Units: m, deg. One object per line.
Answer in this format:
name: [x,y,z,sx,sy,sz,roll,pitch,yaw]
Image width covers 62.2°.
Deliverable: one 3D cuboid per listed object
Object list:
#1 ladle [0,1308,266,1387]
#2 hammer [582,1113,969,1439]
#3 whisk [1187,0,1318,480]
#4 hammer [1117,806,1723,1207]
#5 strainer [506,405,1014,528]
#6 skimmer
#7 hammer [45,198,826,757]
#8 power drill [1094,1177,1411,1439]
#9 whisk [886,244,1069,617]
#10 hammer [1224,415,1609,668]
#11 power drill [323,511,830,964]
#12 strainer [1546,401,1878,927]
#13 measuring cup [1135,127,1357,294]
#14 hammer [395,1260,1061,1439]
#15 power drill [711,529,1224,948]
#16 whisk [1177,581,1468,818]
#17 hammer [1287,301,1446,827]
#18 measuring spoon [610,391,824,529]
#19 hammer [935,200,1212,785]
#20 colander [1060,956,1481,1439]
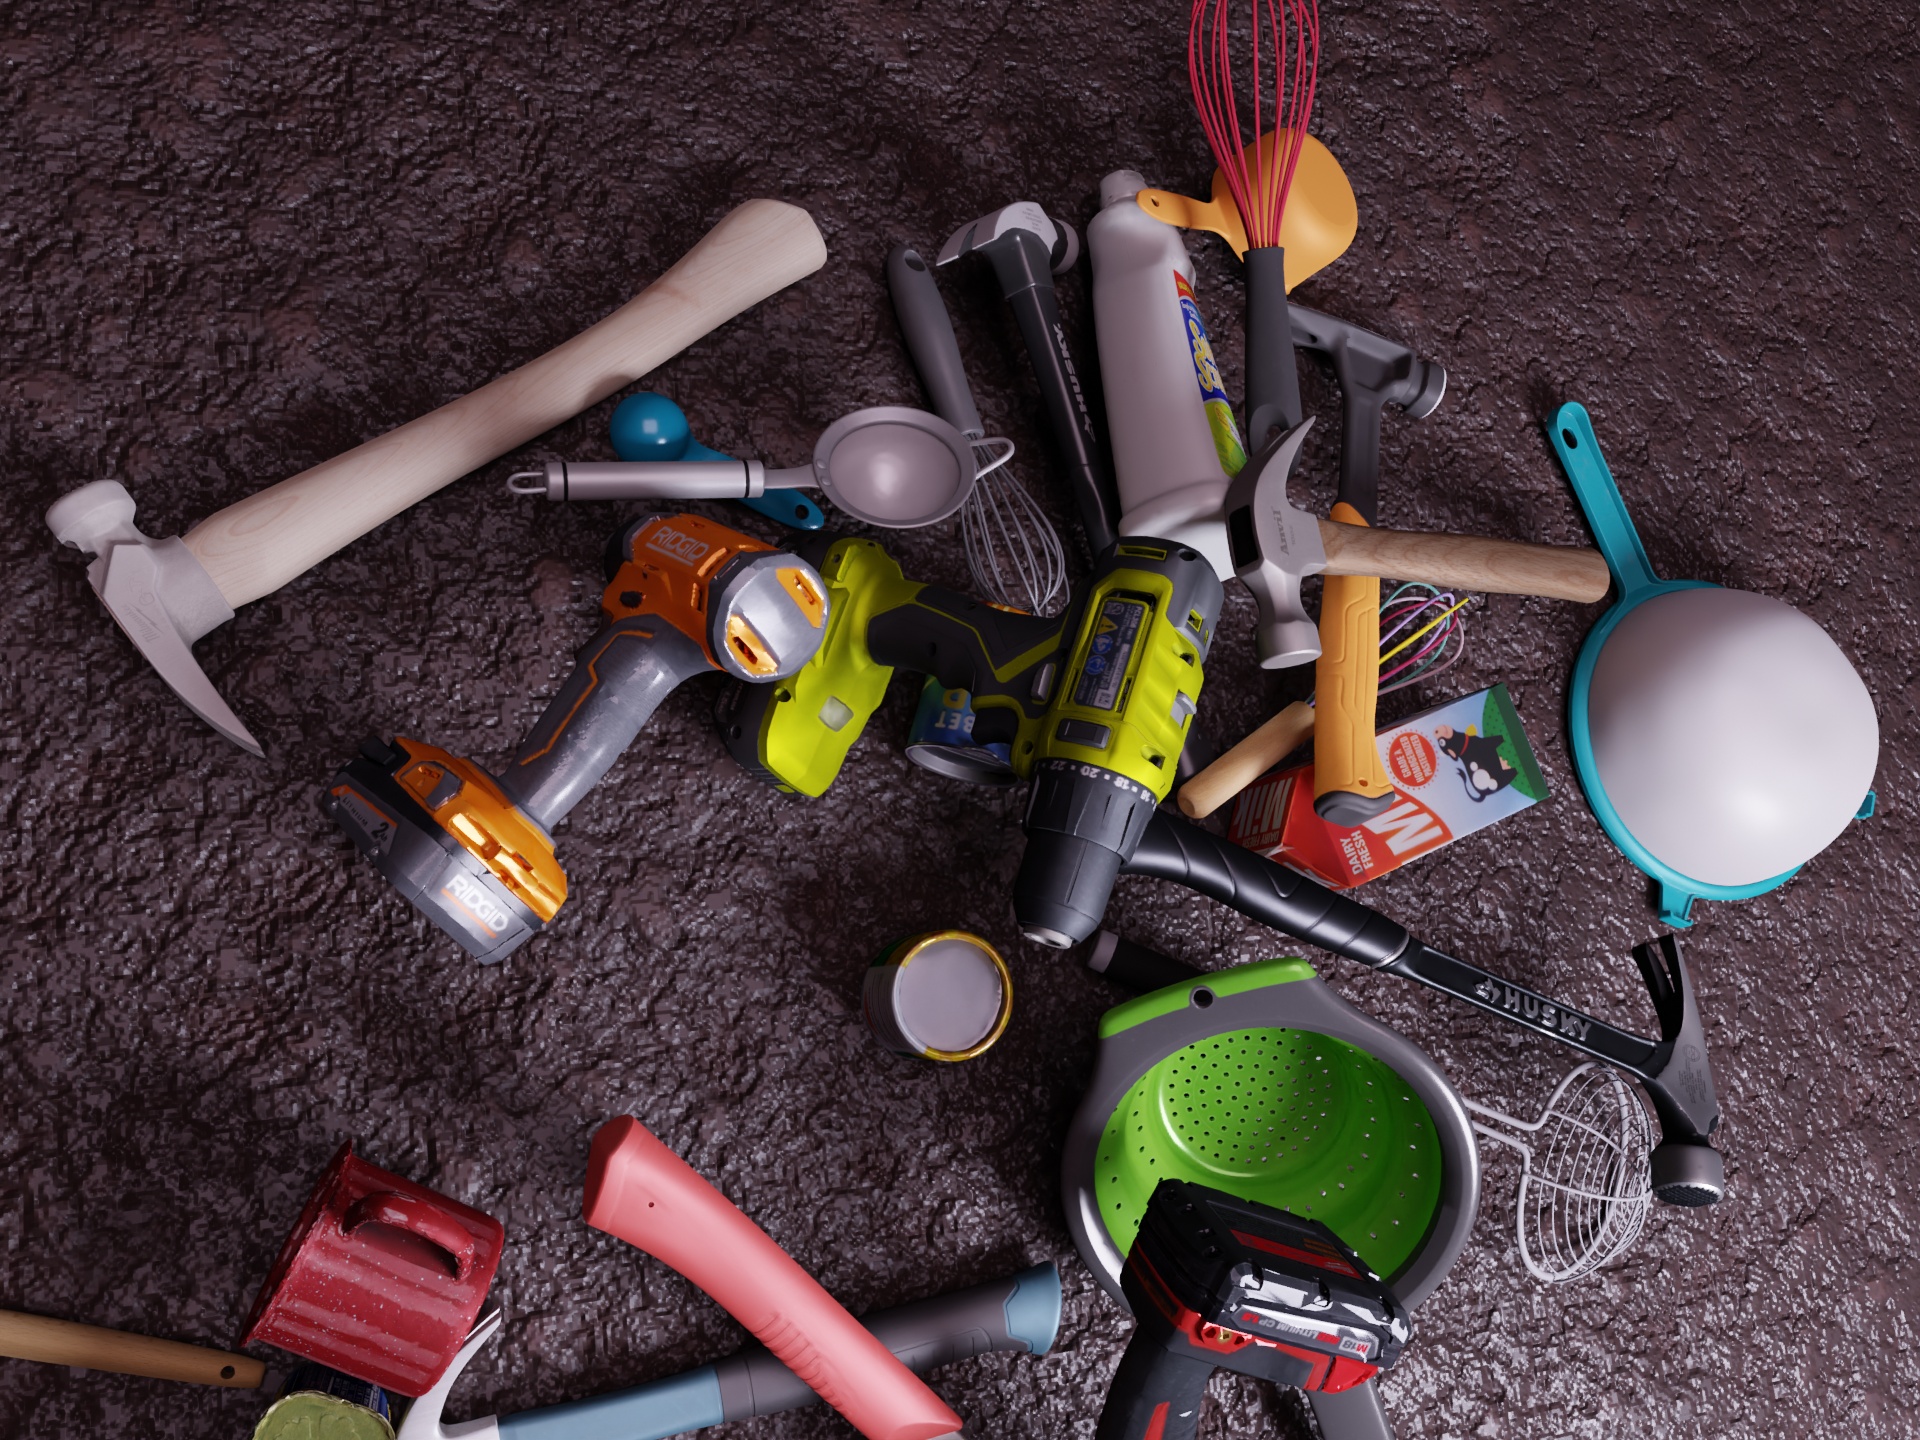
ladle: [-0.457,0.248,0.670,0.315,0.031,0.069,18,77,-16]
hammer: [-0.036,0.307,0.751,0.149,0.037,0.359,-45,107,-15]
whisk: [0.167,-0.280,0.880,0.073,0.073,0.296,-7,98,-19]
hammer: [0.242,0.122,0.835,0.408,0.036,0.149,25,55,-18]
strainer: [-0.100,-0.124,0.818,0.258,0.050,0.087,-4,56,-18]
skimmer: [0.234,0.204,0.904,0.363,0.090,0.127,24,78,-2]
hammer: [-0.231,-0.148,0.816,0.410,0.038,0.146,-37,94,-21]
power drill: [0.120,0.347,0.744,0.187,0.080,0.226,23,97,-22]
whisk: [0.005,-0.160,0.892,0.055,0.055,0.239,-16,80,-20]
hammer: [0.266,-0.093,0.890,0.331,0.031,0.130,-1,75,-40]
power drill: [-0.185,-0.010,0.755,0.226,0.164,0.084,-46,129,-14]
strainer: [0.470,-0.055,0.996,0.211,0.095,0.340,-24,89,-21]
measuring cup: [0.172,-0.308,0.934,0.173,0.052,0.095,-11,80,-46]
hammer: [-0.104,0.322,0.768,0.331,0.033,0.128,-8,83,-20]
power drill: [-0.001,-0.002,0.769,0.229,0.080,0.191,11,73,29]
whisk: [0.213,-0.015,0.913,0.245,0.047,0.051,-33,110,-28]
hammer: [0.218,-0.095,0.910,0.127,0.034,0.337,18,59,-14]
measuring spoon: [-0.123,-0.133,0.839,0.128,0.021,0.042,25,79,-28]
hammer: [0.073,-0.125,0.884,0.146,0.035,0.335,-23,95,-64]
colander: [0.181,0.289,0.841,0.204,0.094,0.397,-18,105,9]
